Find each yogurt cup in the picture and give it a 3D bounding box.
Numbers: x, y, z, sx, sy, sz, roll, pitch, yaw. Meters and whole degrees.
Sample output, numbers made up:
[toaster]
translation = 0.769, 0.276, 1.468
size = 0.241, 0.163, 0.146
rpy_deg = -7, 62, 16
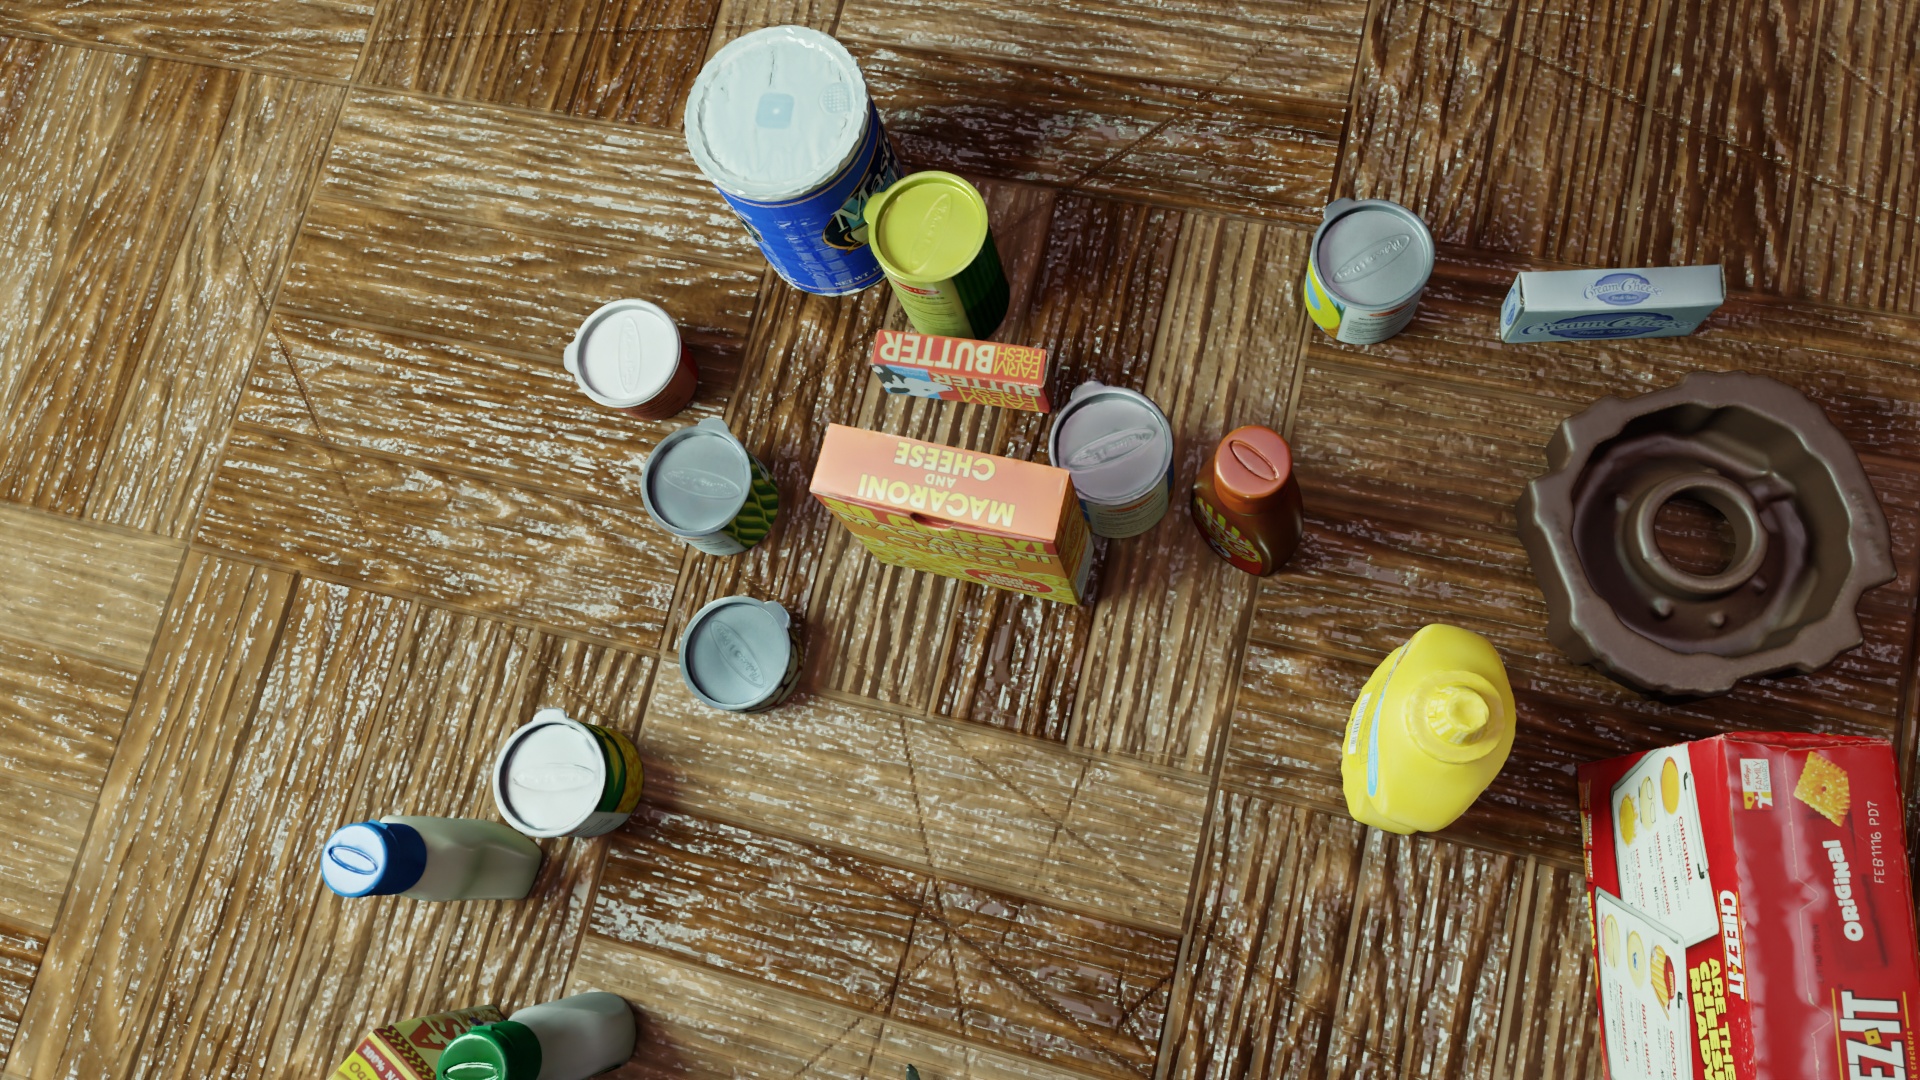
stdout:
[yogurt cup]
translation = -0.195, -0.106, 0.848
size = 0.072, 0.054, 0.072
rpy_deg = -2, 77, 9

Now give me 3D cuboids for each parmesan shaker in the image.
[parmesan shaker]
translation = -0.012, -0.162, 0.806
size = 0.071, 0.103, 0.071
rpy_deg = -2, 77, 9

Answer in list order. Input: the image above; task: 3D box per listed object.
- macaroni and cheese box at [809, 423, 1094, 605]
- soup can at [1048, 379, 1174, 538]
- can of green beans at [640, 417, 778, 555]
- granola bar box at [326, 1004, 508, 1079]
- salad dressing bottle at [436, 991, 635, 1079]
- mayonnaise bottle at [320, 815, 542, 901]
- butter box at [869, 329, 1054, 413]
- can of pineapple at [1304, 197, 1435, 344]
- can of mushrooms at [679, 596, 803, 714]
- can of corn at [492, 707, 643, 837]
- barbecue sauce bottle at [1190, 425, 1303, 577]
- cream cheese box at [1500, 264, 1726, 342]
[macaroni and cheese box]
translation = 0.003, -0.009, 0.735
size = 0.124, 0.166, 0.040
rpy_deg = 12, 80, 12
[soup can]
translation = 0.085, -0.044, 0.773
size = 0.071, 0.083, 0.071
rpy_deg = -2, 77, 9
[can of green beans]
translation = -0.146, -0.028, 0.820
size = 0.071, 0.057, 0.071
rpy_deg = -2, 77, 9
[granola bar box]
translation = -0.231, 0.316, 0.719
size = 0.166, 0.124, 0.039
rpy_deg = 40, 86, 15
[salad dressing bottle]
translation = -0.217, 0.263, 0.717
size = 0.064, 0.147, 0.044
rpy_deg = -5, 77, 8
[mayonnaise bottle]
translation = -0.286, 0.172, 0.749
size = 0.065, 0.148, 0.041
rpy_deg = 18, 81, 13
[butter box]
translation = 0.003, -0.099, 0.815
size = 0.103, 0.053, 0.024
rpy_deg = 8, 79, 11
[can of pineapple]
translation = 0.230, -0.153, 0.788
size = 0.071, 0.057, 0.071
rpy_deg = -2, 77, 9
[can of mushrooms]
translation = -0.125, 0.066, 0.807
size = 0.071, 0.033, 0.071
rpy_deg = -2, 77, 9
[can of corn]
translation = -0.223, 0.134, 0.794
size = 0.071, 0.058, 0.071
rpy_deg = -2, 77, 9
[barbecue sauce bottle]
translation = 0.150, -0.022, 0.724
size = 0.065, 0.148, 0.044
rpy_deg = 43, 87, 15
[cream cheese box]
translation = 0.356, -0.130, 0.765
size = 0.104, 0.053, 0.024
rpy_deg = -1, 77, 9
